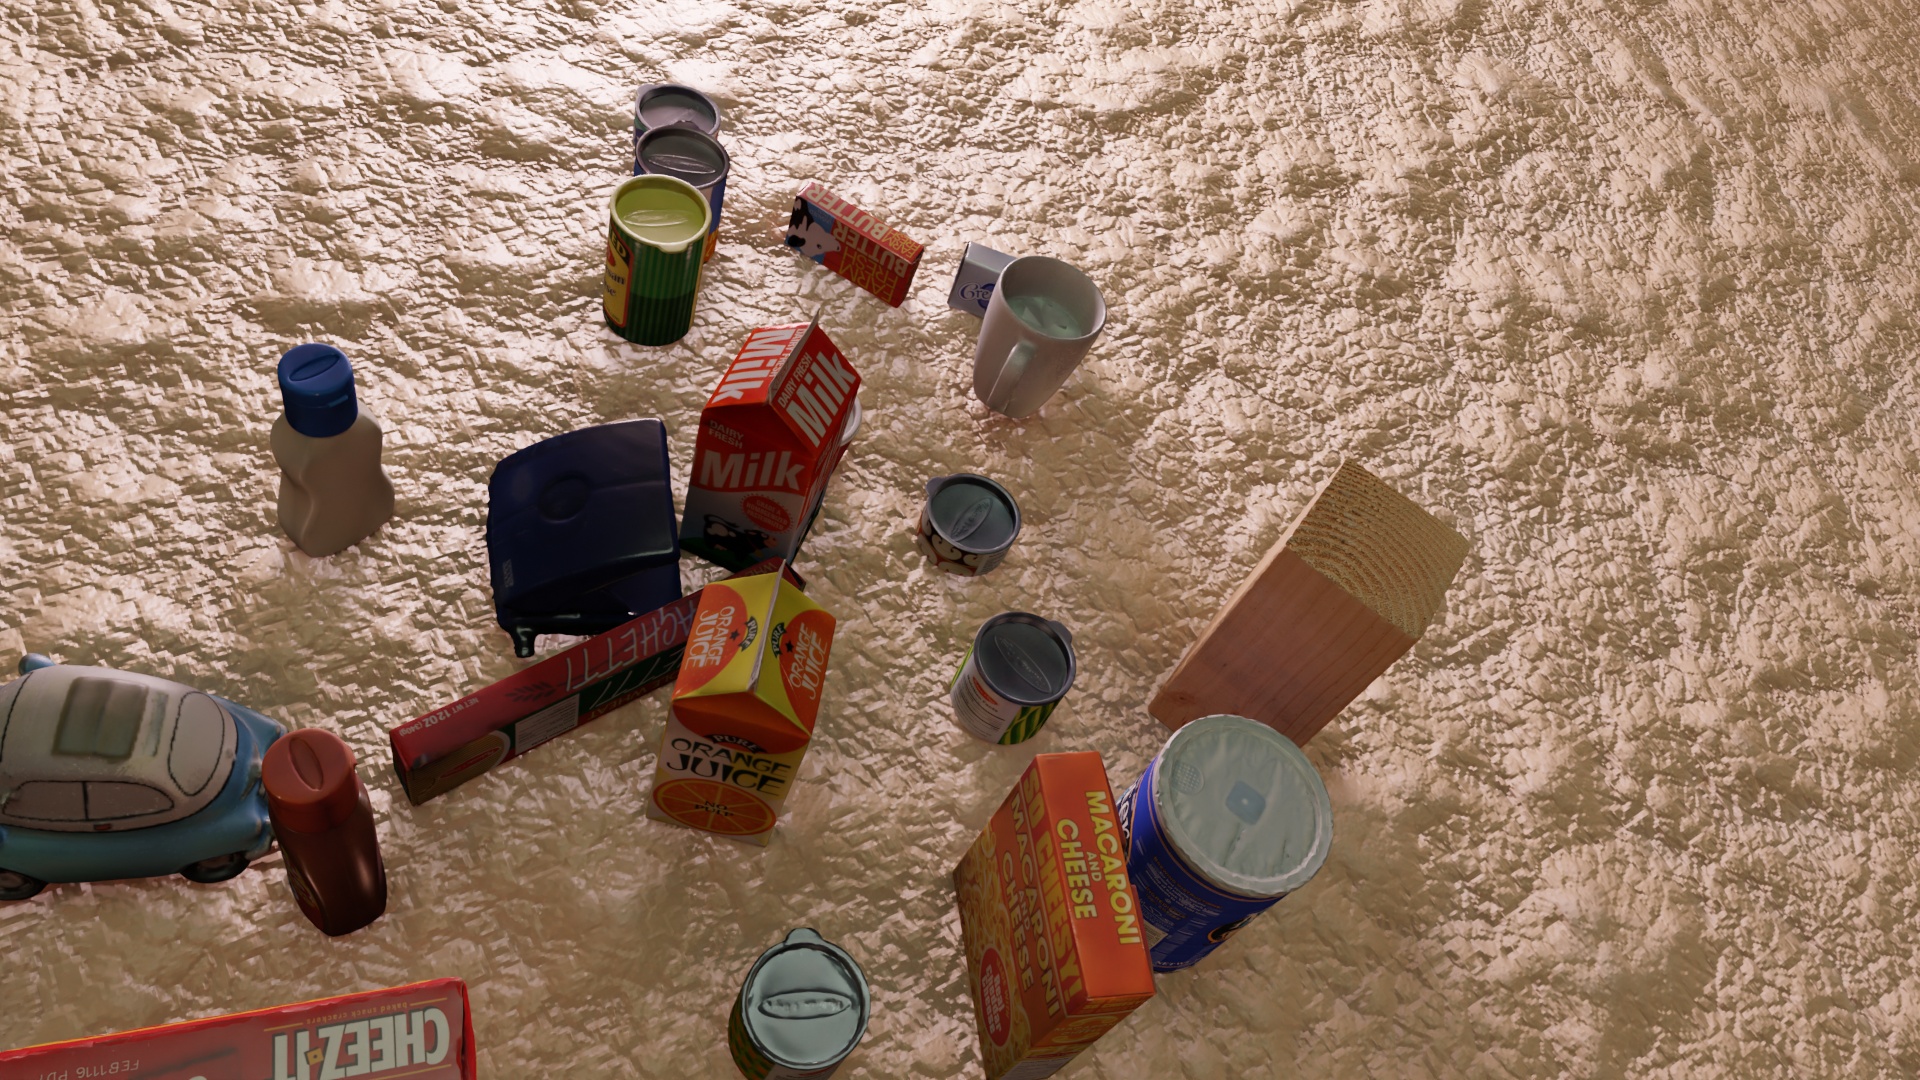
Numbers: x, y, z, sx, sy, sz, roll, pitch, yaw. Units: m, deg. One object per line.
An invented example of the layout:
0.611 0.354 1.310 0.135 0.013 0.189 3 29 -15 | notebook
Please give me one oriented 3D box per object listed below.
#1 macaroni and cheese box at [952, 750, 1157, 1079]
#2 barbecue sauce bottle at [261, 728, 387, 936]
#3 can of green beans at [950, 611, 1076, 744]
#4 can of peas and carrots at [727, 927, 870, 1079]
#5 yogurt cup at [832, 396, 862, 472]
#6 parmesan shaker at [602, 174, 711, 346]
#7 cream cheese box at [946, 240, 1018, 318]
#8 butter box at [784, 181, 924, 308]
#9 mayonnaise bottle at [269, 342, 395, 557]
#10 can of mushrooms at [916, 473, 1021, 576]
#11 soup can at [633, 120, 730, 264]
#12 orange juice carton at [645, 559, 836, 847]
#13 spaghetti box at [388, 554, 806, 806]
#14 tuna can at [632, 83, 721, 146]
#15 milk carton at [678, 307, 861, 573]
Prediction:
0.044 0.201 0.728 0.040 0.165 0.124 0 57 -18 | macaroni and cheese box
-0.305 0.137 0.667 0.044 0.147 0.065 -23 67 -30 | barbecue sauce bottle
0.032 0.087 0.871 0.071 0.057 0.071 9 54 -13 | can of green beans
-0.085 0.245 0.722 0.071 0.058 0.071 9 54 -13 | can of peas and carrots
-0.105 -0.074 0.939 0.072 0.053 0.073 9 54 -13 | yogurt cup
-0.210 -0.188 0.952 0.071 0.102 0.071 9 54 -13 | parmesan shaker
0.045 -0.189 1.069 0.104 0.053 0.024 19 53 -5 | cream cheese box
-0.080 -0.223 1.051 0.103 0.052 0.024 31 53 4 | butter box
-0.355 -0.051 0.781 0.041 0.147 0.065 43 55 12 | mayonnaise bottle
0.003 -0.012 0.945 0.071 0.033 0.071 9 54 -13 | can of mushrooms
-0.205 -0.249 1.008 0.071 0.083 0.072 9 54 -13 | soup can
-0.115 0.088 0.736 0.073 0.191 0.072 16 53 -8 | orange juice carton
-0.203 0.076 0.805 0.251 0.050 0.029 -26 68 -31 | spaghetti box
-0.224 -0.324 1.086 0.071 0.032 0.071 9 54 -13 | tuna can
-0.115 -0.056 0.838 0.073 0.189 0.073 24 53 -1 | milk carton
